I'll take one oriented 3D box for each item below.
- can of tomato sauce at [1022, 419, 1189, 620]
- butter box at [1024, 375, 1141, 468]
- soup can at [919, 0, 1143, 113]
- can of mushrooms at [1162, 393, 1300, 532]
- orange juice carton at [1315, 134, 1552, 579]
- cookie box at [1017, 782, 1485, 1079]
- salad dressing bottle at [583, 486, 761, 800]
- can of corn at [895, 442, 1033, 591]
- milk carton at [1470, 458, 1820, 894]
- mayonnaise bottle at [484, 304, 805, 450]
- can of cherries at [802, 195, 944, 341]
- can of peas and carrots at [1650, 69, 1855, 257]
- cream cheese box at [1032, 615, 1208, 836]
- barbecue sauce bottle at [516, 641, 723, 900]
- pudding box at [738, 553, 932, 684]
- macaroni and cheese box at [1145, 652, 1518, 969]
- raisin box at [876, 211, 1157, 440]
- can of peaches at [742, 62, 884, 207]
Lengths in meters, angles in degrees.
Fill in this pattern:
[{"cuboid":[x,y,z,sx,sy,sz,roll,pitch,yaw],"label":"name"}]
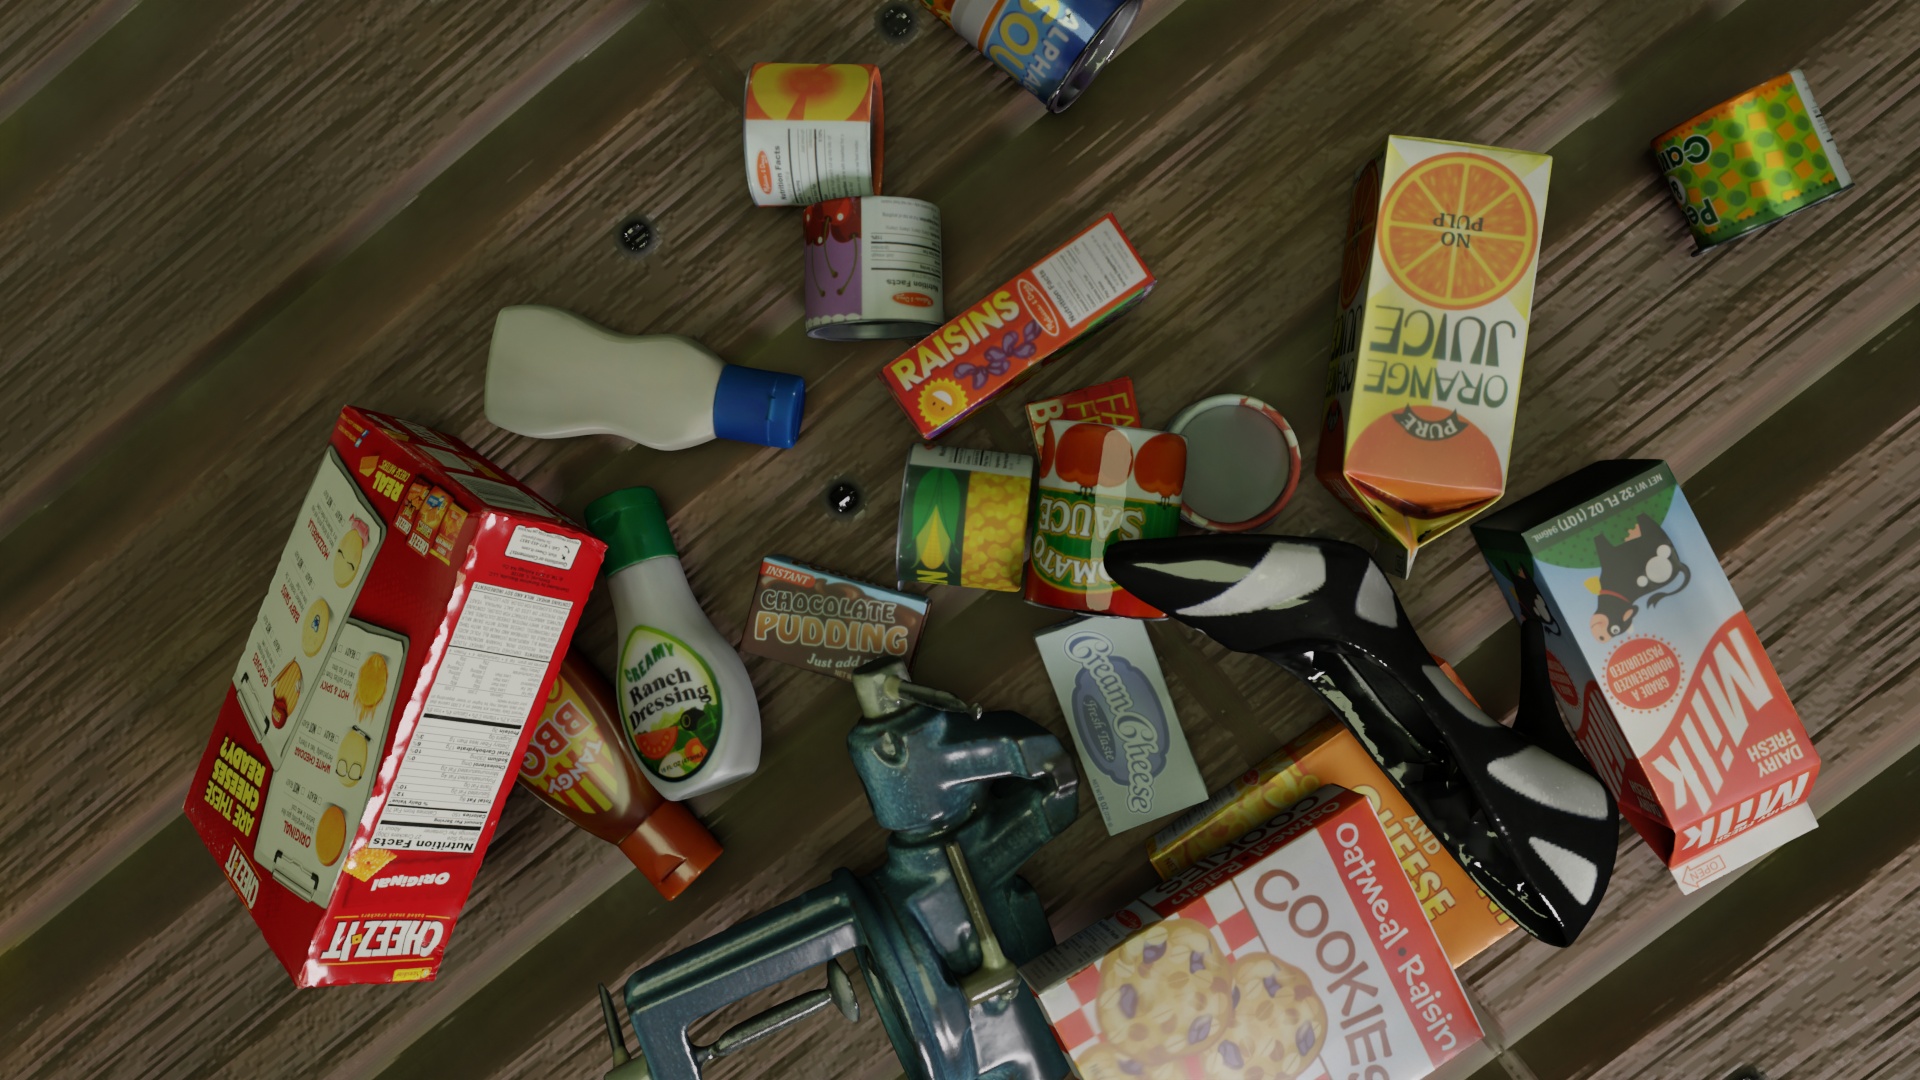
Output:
[{"cuboid":[0.065,-0.010,0.623,0.071,0.071,0.083,7,93,3],"label":"can of tomato sauce"},{"cuboid":[0.068,-0.023,0.671,0.053,0.024,0.103,-13,91,4],"label":"butter box"},{"cuboid":[0.031,-0.249,0.644,0.084,0.071,0.071,39,94,2],"label":"soup can"},{"cuboid":[0.129,-0.035,0.663,0.071,0.033,0.071,0,91,3],"label":"can of mushrooms"},{"cuboid":[0.211,-0.079,0.638,0.073,0.072,0.192,8,92,4],"label":"orange juice carton"},{"cuboid":[0.128,0.200,0.604,0.168,0.040,0.123,-28,95,-11],"label":"cookie box"},{"cuboid":[-0.141,0.048,0.664,0.064,0.044,0.148,-25,78,17],"label":"salad dressing bottle"},{"cuboid":[0.002,-0.008,0.654,0.058,0.071,0.071,6,92,3],"label":"can of corn"},{"cuboid":[0.318,0.063,0.636,0.072,0.073,0.190,-28,90,3],"label":"milk carton"},{"cuboid":[-0.151,-0.073,0.674,0.148,0.041,0.064,10,94,2],"label":"mayonnaise bottle"},{"cuboid":[-0.043,-0.126,0.654,0.071,0.071,0.058,-2,91,3],"label":"can of cherries"},{"cuboid":[0.356,-0.170,0.631,0.071,0.071,0.058,-24,90,4],"label":"can of peas and carrots"},{"cuboid":[0.078,0.084,0.674,0.053,0.024,0.103,-21,91,2],"label":"cream cheese box"},{"cuboid":[-0.179,0.110,0.679,0.065,0.044,0.148,-43,90,7],"label":"barbecue sauce bottle"},{"cuboid":[-0.060,0.041,0.677,0.084,0.030,0.049,17,92,2],"label":"pudding box"},{"cuboid":[0.192,0.150,0.662,0.166,0.040,0.123,-35,89,4],"label":"macaroni and cheese box"},{"cuboid":[0.025,-0.095,0.640,0.123,0.086,0.040,-34,92,4],"label":"raisin box"},{"cuboid":[-0.067,-0.192,0.654,0.058,0.071,0.071,2,92,3],"label":"can of peaches"}]
